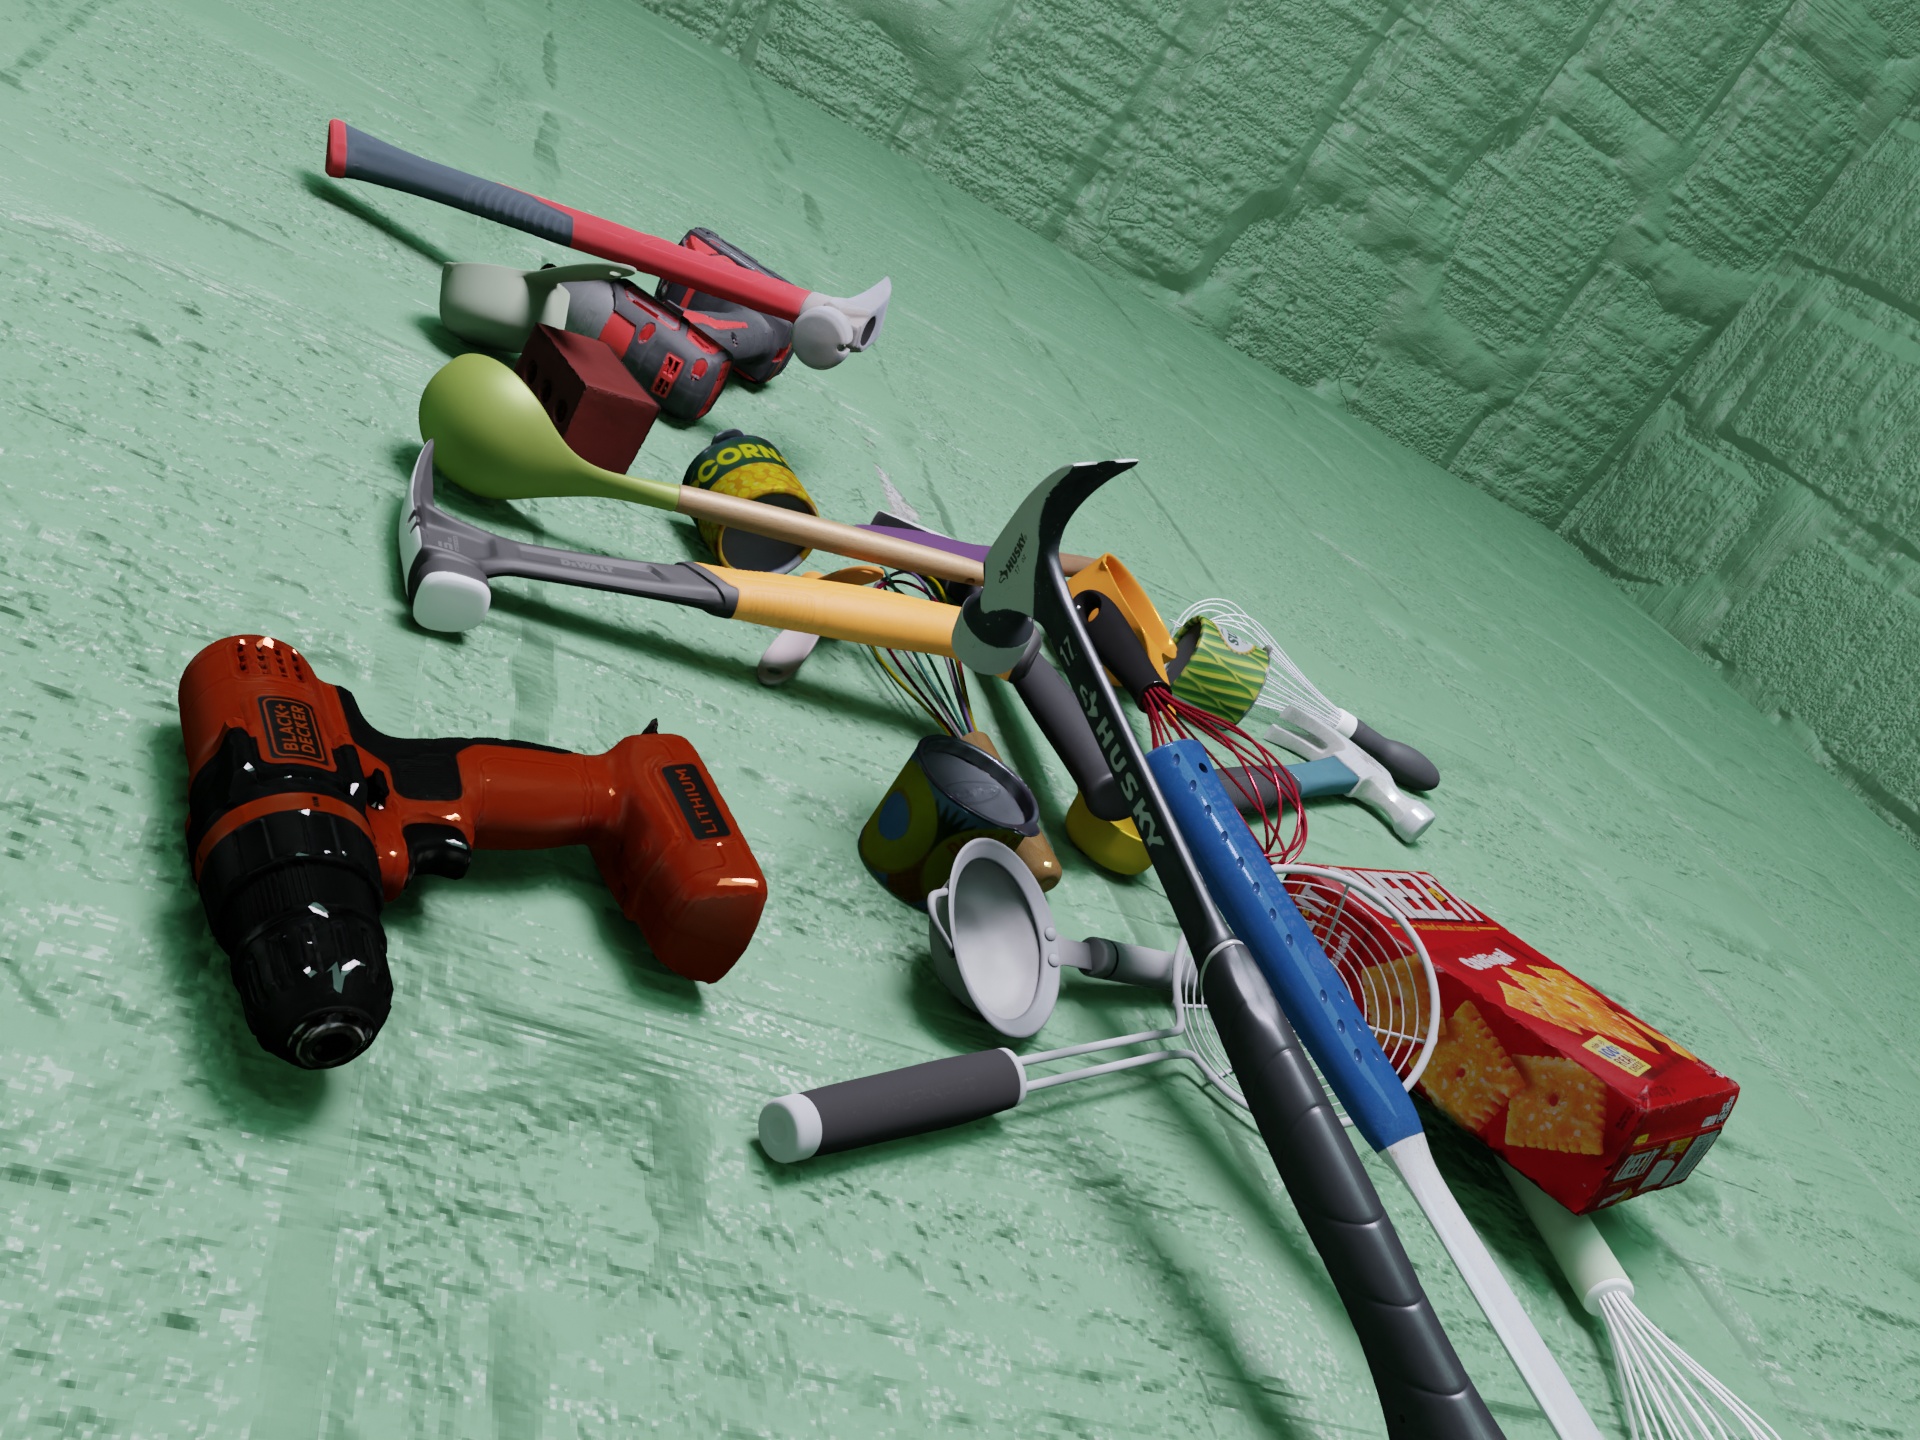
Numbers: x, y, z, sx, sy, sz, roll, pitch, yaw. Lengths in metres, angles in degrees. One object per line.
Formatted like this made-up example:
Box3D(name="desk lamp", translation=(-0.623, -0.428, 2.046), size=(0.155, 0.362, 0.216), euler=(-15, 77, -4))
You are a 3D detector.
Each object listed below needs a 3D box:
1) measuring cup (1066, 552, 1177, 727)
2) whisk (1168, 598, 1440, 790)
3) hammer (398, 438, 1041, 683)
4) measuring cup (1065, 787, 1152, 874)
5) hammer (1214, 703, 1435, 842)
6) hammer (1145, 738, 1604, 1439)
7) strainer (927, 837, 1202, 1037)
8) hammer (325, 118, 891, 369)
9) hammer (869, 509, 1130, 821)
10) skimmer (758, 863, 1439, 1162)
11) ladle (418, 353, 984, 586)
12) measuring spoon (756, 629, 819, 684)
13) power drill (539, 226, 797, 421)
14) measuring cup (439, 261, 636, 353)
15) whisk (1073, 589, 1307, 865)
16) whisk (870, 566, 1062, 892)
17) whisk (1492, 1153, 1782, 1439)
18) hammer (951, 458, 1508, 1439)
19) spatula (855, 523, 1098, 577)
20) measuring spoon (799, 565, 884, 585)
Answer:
Box3D(name="measuring cup", translation=(0.108, -0.041, 1.074), size=(0.095, 0.052, 0.174), euler=(45, 23, -32))
Box3D(name="whisk", translation=(0.276, -0.011, 1.250), size=(0.284, 0.070, 0.070), euler=(29, 23, -22))
Box3D(name="hammer", translation=(-0.109, -0.066, 0.806), size=(0.336, 0.034, 0.127), euler=(9, 32, -29))
Box3D(name="measuring cup", translation=(0.087, 0.046, 0.923), size=(0.062, 0.029, 0.157), euler=(29, 17, -6))
Box3D(name="hammer", translation=(0.216, 0.044, 1.081), size=(0.128, 0.033, 0.331), euler=(46, 26, 25))
Box3D(name="hammer", translation=(0.185, 0.179, 0.637), size=(0.144, 0.035, 0.406), euler=(-3, 55, -42))
Box3D(name="strainer", translation=(0.056, 0.110, 0.732), size=(0.258, 0.050, 0.087), euler=(19, 58, -45))
Box3D(name="hammer", translation=(-0.237, -0.325, 1.061), size=(0.386, 0.038, 0.143), euler=(20, 29, 4))
Box3D(name="hammer", translation=(0.034, -0.037, 0.960), size=(0.146, 0.035, 0.335), euler=(22, 19, -26))
Box3D(name="skimmer", translation=(0.077, 0.127, 0.655), size=(0.363, 0.090, 0.127), euler=(2, 58, -49))
Box3D(name="ladle", translation=(-0.127, -0.123, 0.857), size=(0.320, 0.078, 0.062), euler=(12, 55, -23))
Box3D(name="measuring spoon", translation=(-0.089, -0.042, 0.880), size=(0.034, 0.018, 0.124), euler=(19, 29, 5))
Box3D(name="power drill", translation=(-0.204, -0.288, 1.140), size=(0.143, 0.078, 0.220), euler=(33, 25, 0))
Box3D(name="measuring cup", translation=(-0.246, -0.245, 0.940), size=(0.168, 0.038, 0.083), euler=(7, -1, 42))
Box3D(name="whisk", translation=(0.121, -0.003, 0.943), size=(0.073, 0.073, 0.296), euler=(20, 24, -29))
Box3D(name="whisk", translation=(0.000, -0.004, 0.869), size=(0.047, 0.051, 0.245), euler=(-14, 49, -17))
Box3D(name="whisk", translation=(0.305, 0.274, 0.736), size=(0.059, 0.058, 0.247), euler=(62, 6, -27))
Box3D(name="hammer", translation=(0.097, 0.077, 0.613), size=(0.036, 0.149, 0.409), euler=(-9, 59, -25))
Box3D(name="spatula", translation=(0.032, -0.107, 1.061), size=(0.060, 0.018, 0.315), euler=(37, 19, 23))
Box3D(name="measuring spoon", translation=(-0.068, -0.084, 0.908), size=(0.021, 0.011, 0.117), euler=(13, -5, -23))
